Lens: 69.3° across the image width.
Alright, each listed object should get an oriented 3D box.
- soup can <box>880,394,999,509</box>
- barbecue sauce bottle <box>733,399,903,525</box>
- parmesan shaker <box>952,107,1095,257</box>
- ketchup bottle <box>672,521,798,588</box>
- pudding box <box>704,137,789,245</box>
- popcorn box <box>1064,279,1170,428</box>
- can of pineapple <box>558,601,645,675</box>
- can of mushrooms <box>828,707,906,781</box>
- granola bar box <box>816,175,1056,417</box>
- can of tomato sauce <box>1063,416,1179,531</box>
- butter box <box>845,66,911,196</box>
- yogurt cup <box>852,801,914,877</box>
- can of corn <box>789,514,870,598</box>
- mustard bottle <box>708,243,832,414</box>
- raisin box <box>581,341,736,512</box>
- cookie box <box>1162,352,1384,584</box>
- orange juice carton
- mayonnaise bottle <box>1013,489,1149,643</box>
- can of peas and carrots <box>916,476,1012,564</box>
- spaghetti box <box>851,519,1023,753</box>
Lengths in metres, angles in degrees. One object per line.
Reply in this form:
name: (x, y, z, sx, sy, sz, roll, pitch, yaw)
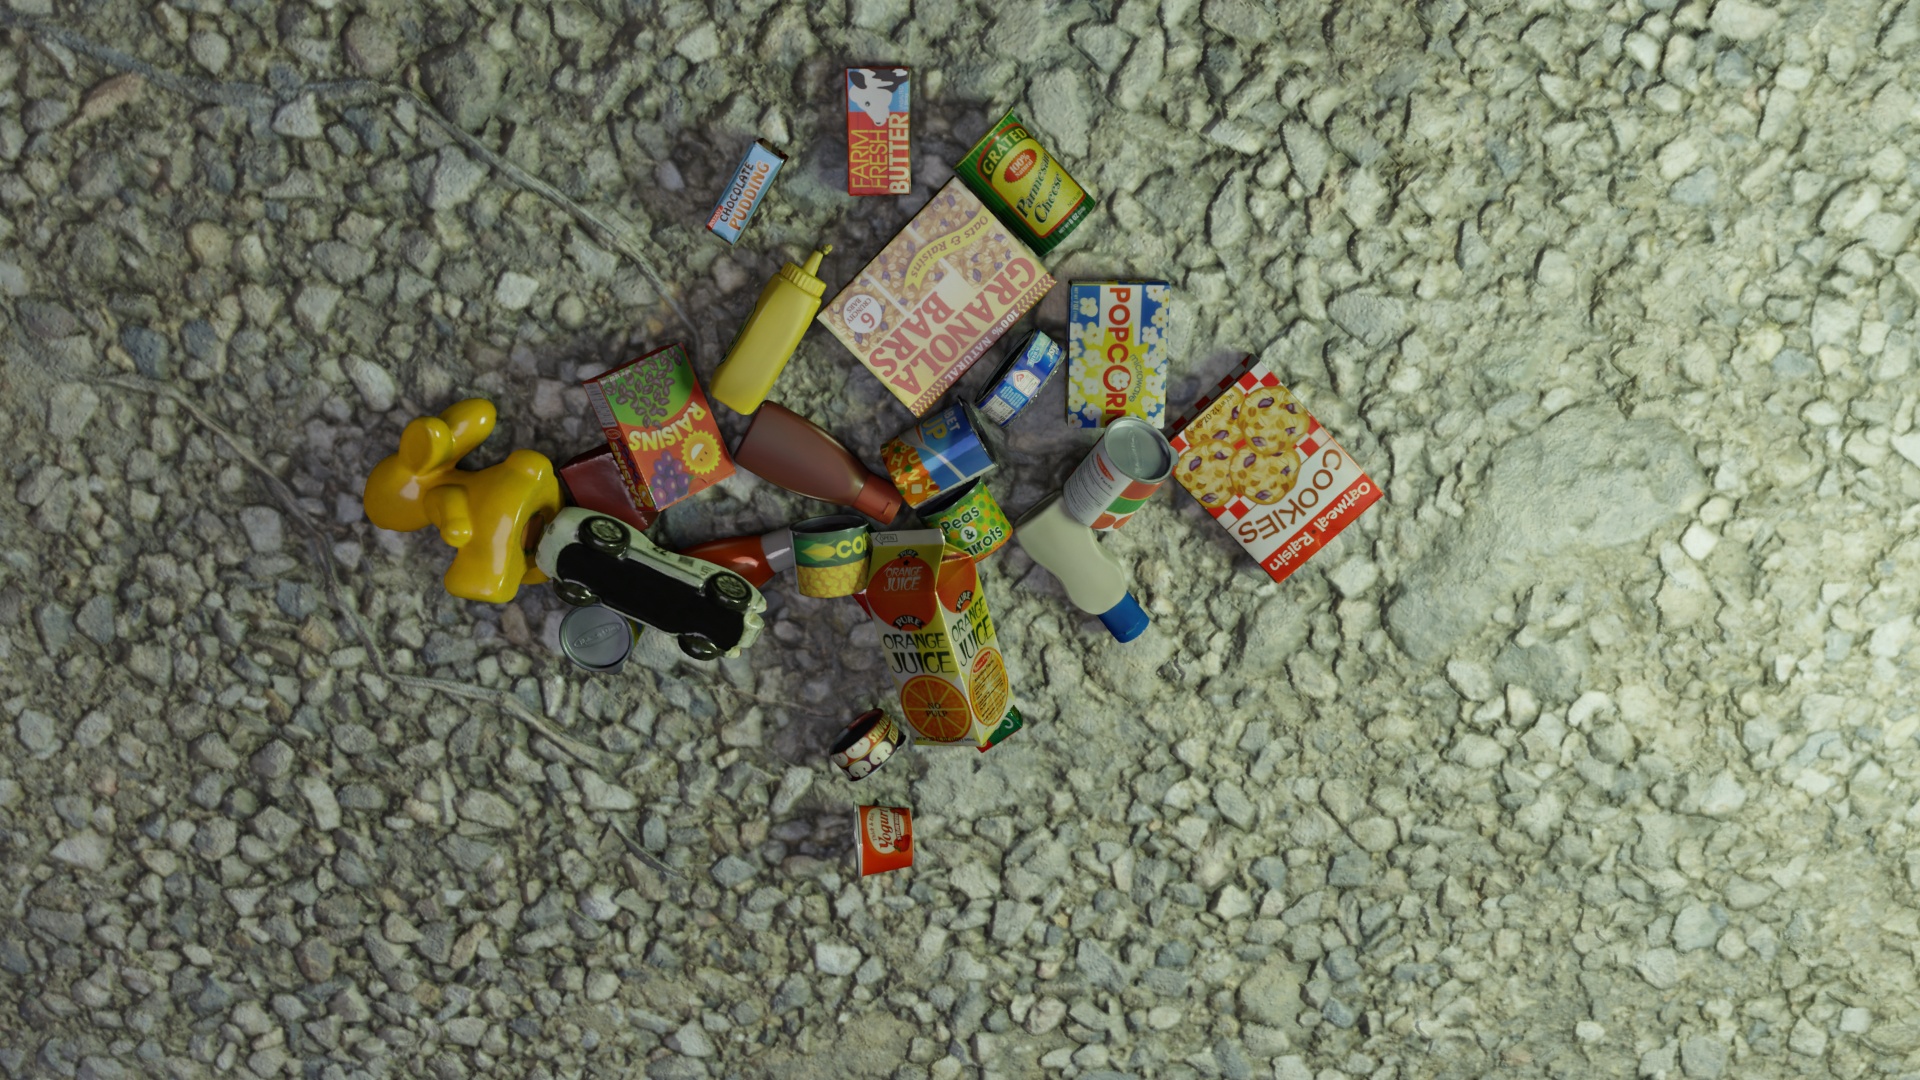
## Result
soup can: (-0.020, -0.077, 1.203, 0.084, 0.071, 0.071, -28, 105, 9)
barbecue sauce bottle: (-0.121, -0.063, 1.219, 0.148, 0.044, 0.064, 28, 104, -9)
parmesan shaker: (0.055, -0.293, 1.138, 0.103, 0.071, 0.071, 43, 103, -12)
ketchup bottle: (-0.205, 0.025, 1.246, 0.149, 0.044, 0.064, -21, 109, 6)
pudding box: (-0.176, -0.289, 1.147, 0.030, 0.050, 0.083, 31, 105, -11)
popcorn box: (0.134, -0.160, 1.192, 0.085, 0.038, 0.126, 0, 107, 0)
can of pineapple: (-0.322, 0.079, 1.255, 0.071, 0.058, 0.070, 0, 107, 0)
can of mushrooms: (-0.086, 0.187, 1.283, 0.071, 0.071, 0.033, -36, 103, 10)
granola bar box: (-0.020, -0.206, 1.178, 0.165, 0.039, 0.124, -43, 102, 12)
can of tomato sauce: (0.136, -0.056, 1.193, 0.071, 0.071, 0.082, 26, 143, -8)
butter box: (-0.067, -0.337, 1.145, 0.053, 0.024, 0.103, 0, 107, -1)
yogurt cup: (-0.073, 0.283, 1.315, 0.054, 0.072, 0.072, -3, 107, -7)
can of corn: (-0.109, 0.013, 1.199, 0.071, 0.071, 0.058, -5, 104, 2)
mustard bottle: (-0.155, -0.184, 1.174, 0.049, 0.065, 0.160, 31, 99, -13)
raisin box: (-0.256, -0.096, 1.189, 0.086, 0.040, 0.123, -32, 110, -34)
cookie box: (0.268, -0.061, 1.221, 0.122, 0.040, 0.167, -43, 102, 12)
orange juice carton: (-0.021, 0.077, 1.198, 0.072, 0.073, 0.192, -4, 113, 30)
mayonnaise bottle: (0.113, 0.027, 1.249, 0.064, 0.041, 0.148, -36, 105, 11)
can of peas and carrots: (0.004, -0.015, 1.219, 0.071, 0.071, 0.058, -30, 105, 9)
spaghetti box: (-0.033, 0.089, 1.273, 0.050, 0.029, 0.249, -35, 104, 11)
